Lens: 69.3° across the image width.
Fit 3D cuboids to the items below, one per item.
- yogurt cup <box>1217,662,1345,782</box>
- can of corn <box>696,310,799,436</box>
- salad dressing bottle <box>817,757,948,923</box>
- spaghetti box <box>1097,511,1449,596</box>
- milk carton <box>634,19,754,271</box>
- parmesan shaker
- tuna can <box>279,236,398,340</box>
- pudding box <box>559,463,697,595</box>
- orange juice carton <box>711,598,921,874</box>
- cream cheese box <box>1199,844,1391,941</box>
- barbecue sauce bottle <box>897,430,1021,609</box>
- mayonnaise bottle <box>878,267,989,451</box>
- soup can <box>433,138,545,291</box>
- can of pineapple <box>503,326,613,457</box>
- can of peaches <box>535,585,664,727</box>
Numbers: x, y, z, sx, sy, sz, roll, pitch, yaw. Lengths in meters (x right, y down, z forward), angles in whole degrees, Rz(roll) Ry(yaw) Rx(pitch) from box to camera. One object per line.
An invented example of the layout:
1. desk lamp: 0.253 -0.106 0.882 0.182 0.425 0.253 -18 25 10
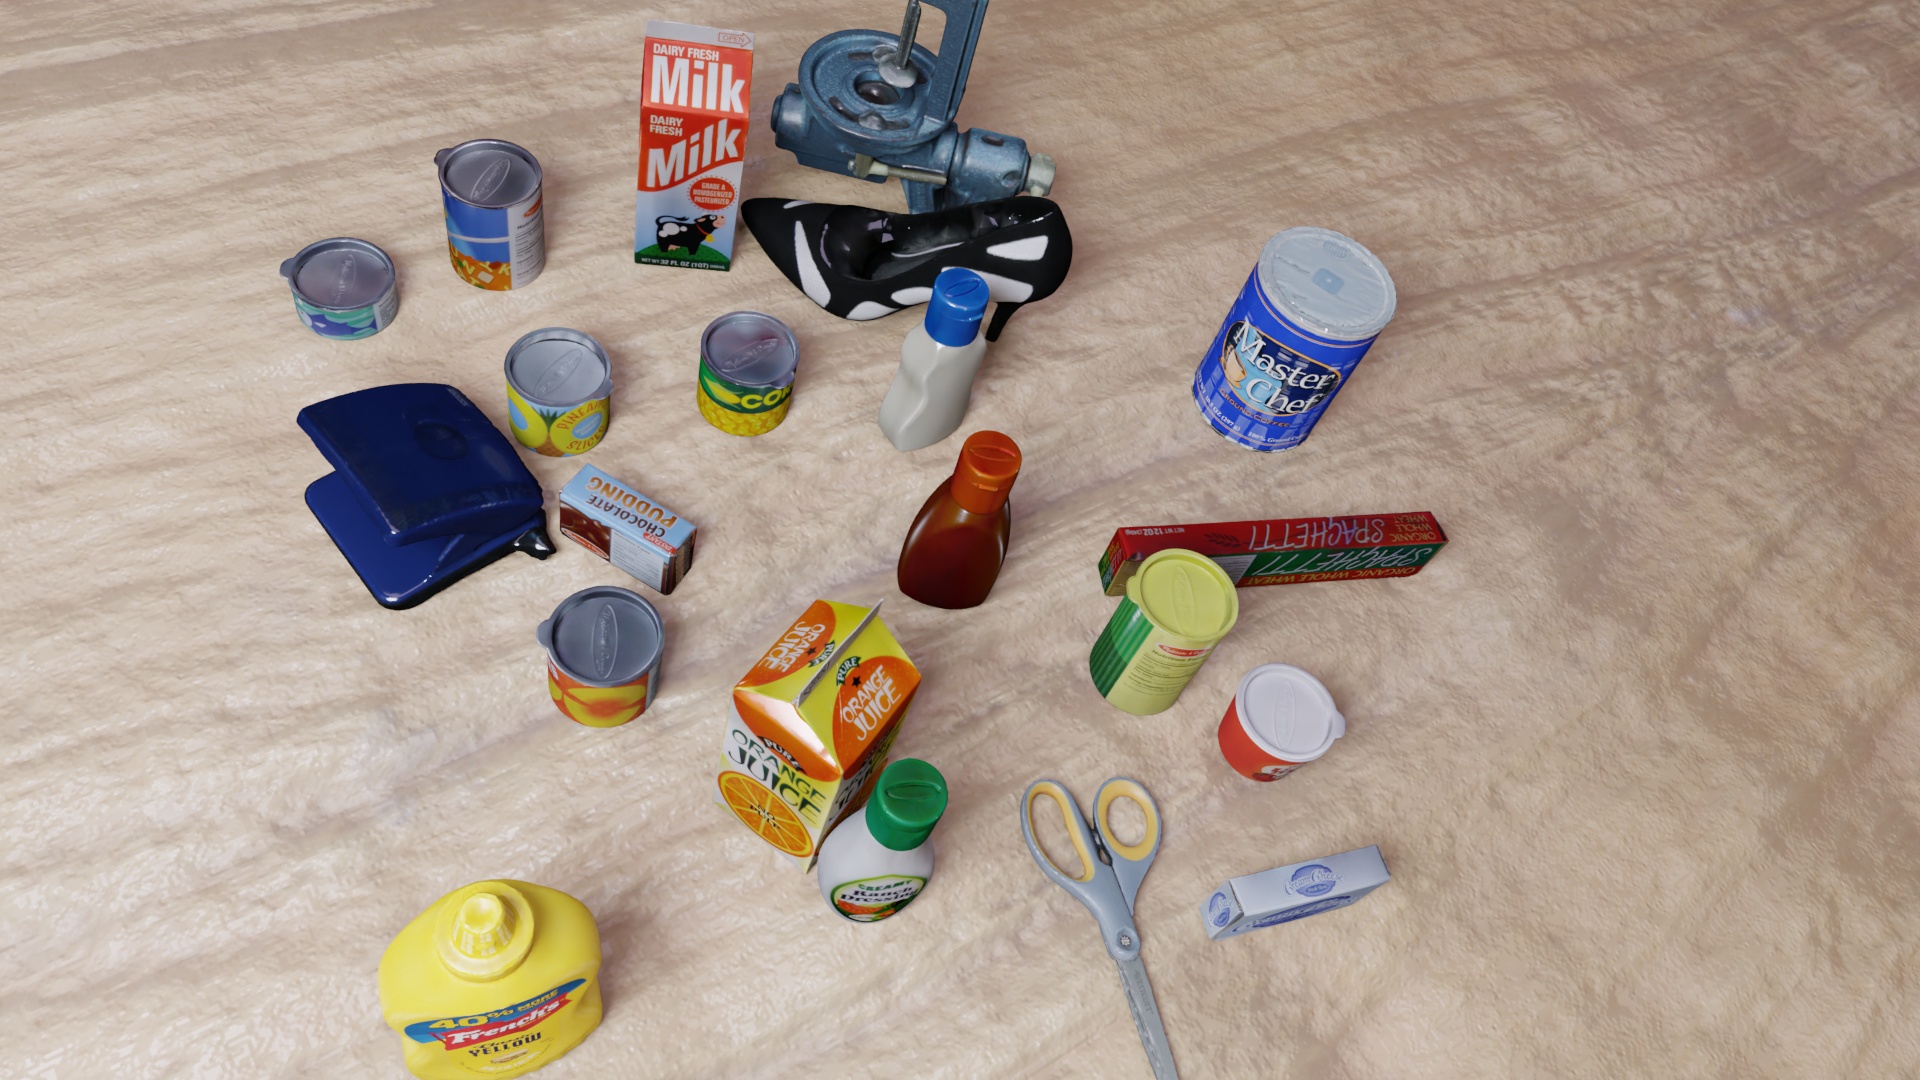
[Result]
1. yogurt cup: 0.200 0.120 0.892 0.072 0.053 0.073 7 56 -10
2. can of corn: -0.145 -0.112 0.952 0.071 0.058 0.071 7 56 -10
3. salad dressing bottle: -0.040 0.162 0.744 0.064 0.146 0.044 1 58 -14
4. spaghetti box: 0.220 0.009 0.973 0.250 0.050 0.029 -3 59 -17
5. milk carton: -0.188 -0.281 0.971 0.072 0.189 0.074 2 57 -13
6. parmesan shaker: 0.124 0.059 0.882 0.071 0.102 0.071 7 56 -10
7. tuna can: -0.416 -0.169 0.933 0.071 0.032 0.071 7 56 -10
8. pudding box: -0.209 -0.007 0.870 0.084 0.049 0.030 30 55 6
9. orange juice carton: -0.078 0.101 0.747 0.073 0.191 0.072 36 56 9
10. cream cheese box: 0.200 0.211 0.832 0.104 0.053 0.024 -8 60 -19
11. barbecue sauce bottle: 0.003 -0.011 0.869 0.065 0.147 0.044 10 56 -8
12. mayonnaise bottle: -0.014 -0.121 0.937 0.065 0.147 0.041 -26 68 -28
13. soup can: -0.326 -0.226 0.963 0.071 0.083 0.072 7 56 -10
14. can of pineapple: -0.262 -0.095 0.910 0.071 0.057 0.071 7 56 -10
15. can of peaches: -0.211 0.069 0.815 0.071 0.057 0.071 7 56 -10
